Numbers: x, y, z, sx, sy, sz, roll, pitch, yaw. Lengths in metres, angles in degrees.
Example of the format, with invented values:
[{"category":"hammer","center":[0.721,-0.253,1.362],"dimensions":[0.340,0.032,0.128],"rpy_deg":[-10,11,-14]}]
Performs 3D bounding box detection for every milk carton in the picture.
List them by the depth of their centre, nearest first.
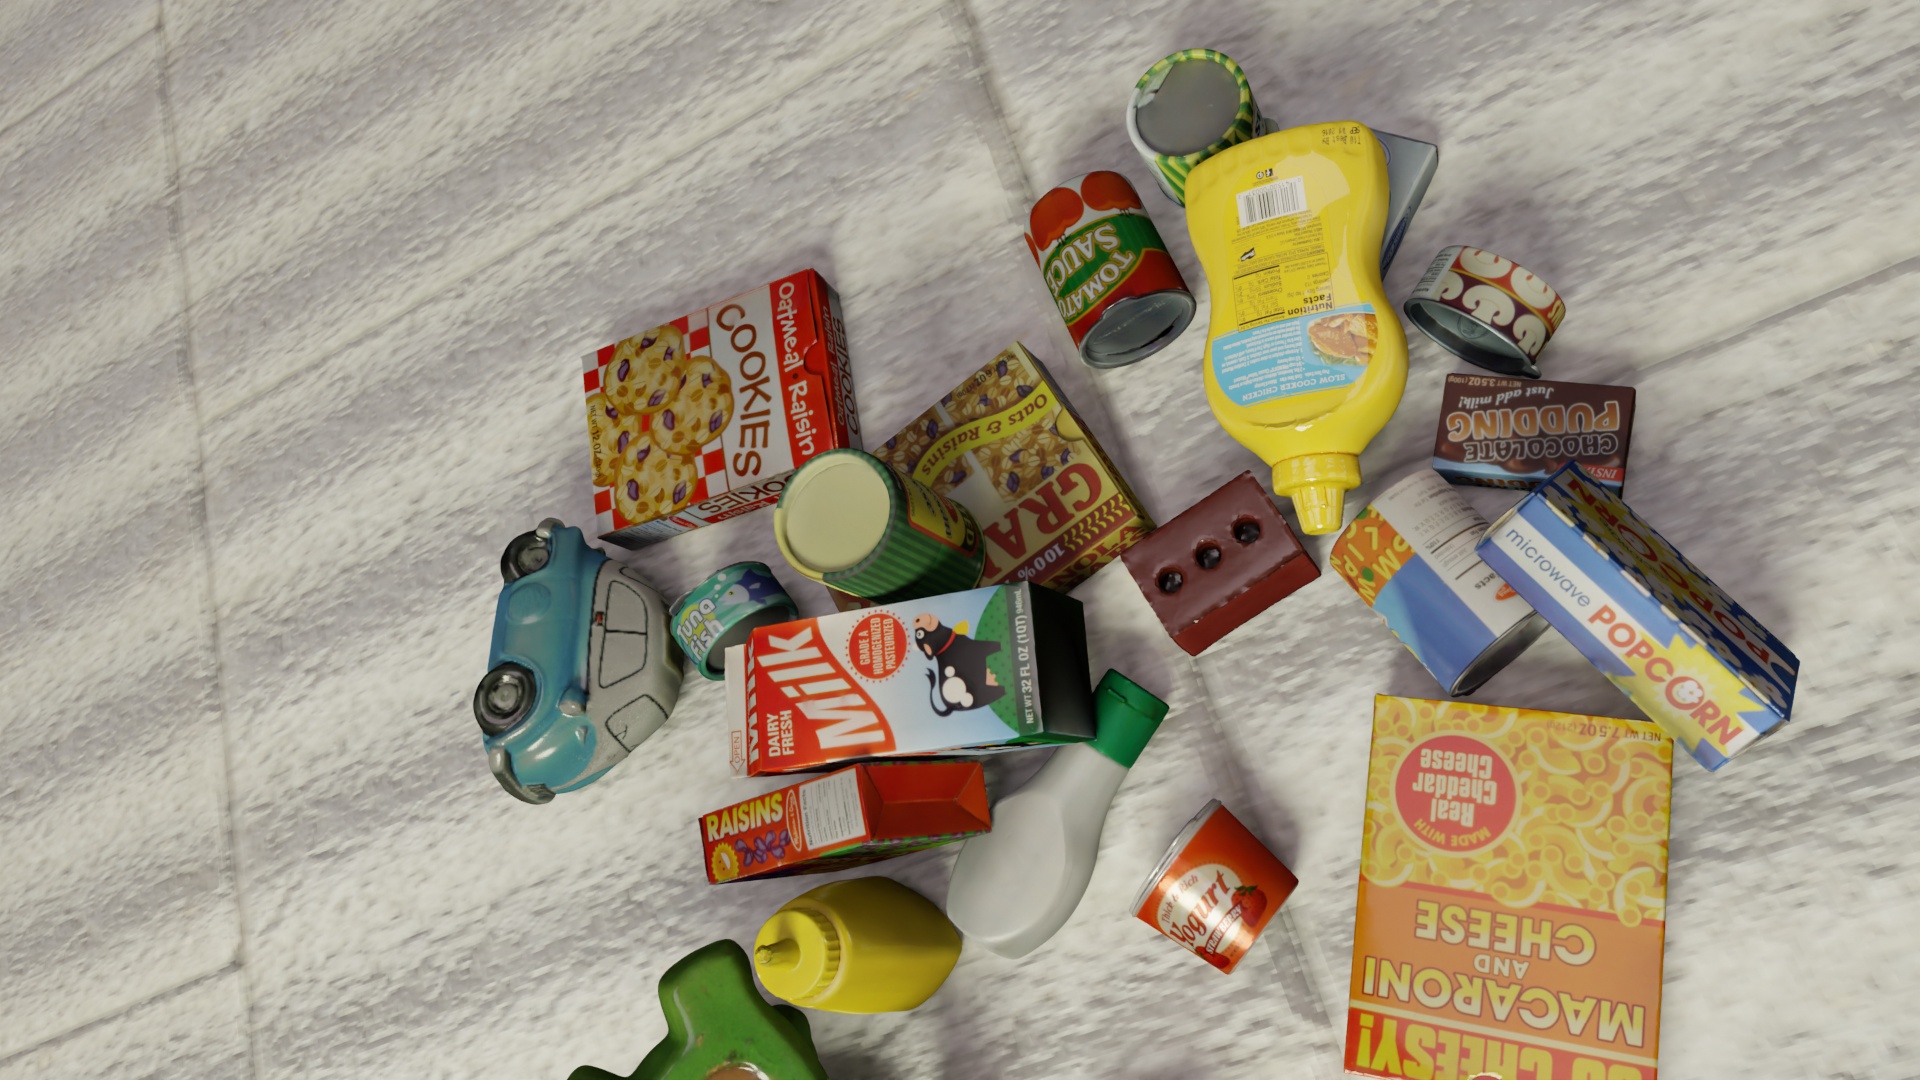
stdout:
[{"category":"milk carton","center":[-0.036,0.074,0.685],"dimensions":[0.190,0.073,0.072],"rpy_deg":[-10,76,24]}]

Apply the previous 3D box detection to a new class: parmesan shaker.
[{"category":"parmesan shaker","center":[-0.036,0.000,0.686],"dimensions":[0.071,0.103,0.071],"rpy_deg":[-6,75,23]}]

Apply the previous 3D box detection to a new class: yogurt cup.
[{"category":"yogurt cup","center":[0.119,0.162,0.643],"dimensions":[0.054,0.072,0.072],"rpy_deg":[37,93,19]}]

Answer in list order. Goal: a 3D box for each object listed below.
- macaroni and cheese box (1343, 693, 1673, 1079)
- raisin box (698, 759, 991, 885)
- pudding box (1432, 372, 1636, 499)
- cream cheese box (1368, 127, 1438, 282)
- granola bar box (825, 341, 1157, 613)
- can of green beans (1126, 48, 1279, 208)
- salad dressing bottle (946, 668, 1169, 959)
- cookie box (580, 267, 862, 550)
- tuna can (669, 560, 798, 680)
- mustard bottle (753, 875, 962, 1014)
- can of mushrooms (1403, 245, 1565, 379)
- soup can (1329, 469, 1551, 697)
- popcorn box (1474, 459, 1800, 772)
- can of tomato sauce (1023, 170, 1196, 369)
[{"category":"macaroni and cheese box","center":[0.237,0.157,0.604],"dimensions":[0.123,0.040,0.166],"rpy_deg":[3,78,25]},{"category":"raisin box","center":[-0.059,0.141,0.695],"dimensions":[0.123,0.086,0.040],"rpy_deg":[-24,69,39]},{"category":"pudding box","center":[0.267,-0.048,0.650],"dimensions":[0.084,0.030,0.050],"rpy_deg":[8,81,26]},{"category":"cream cheese box","center":[0.199,-0.160,0.713],"dimensions":[0.053,0.024,0.104],"rpy_deg":[26,88,27]},{"category":"granola bar box","center":[0.003,-0.009,0.753],"dimensions":[0.165,0.039,0.124],"rpy_deg":[-37,65,12]},{"category":"can of green beans","center":[0.128,-0.219,0.741],"dimensions":[0.071,0.058,0.071],"rpy_deg":[-6,74,23]},{"category":"salad dressing bottle","center":[0.050,0.135,0.692],"dimensions":[0.064,0.044,0.147],"rpy_deg":[33,90,33]},{"category":"cookie box","center":[-0.146,-0.077,0.835],"dimensions":[0.167,0.040,0.123],"rpy_deg":[-17,70,19]},{"category":"tuna can","center":[-0.127,0.046,0.778],"dimensions":[0.071,0.071,0.033],"rpy_deg":[-44,65,8]},{"category":"mustard bottle","center":[-0.056,0.193,0.658],"dimensions":[0.065,0.160,0.049],"rpy_deg":[38,95,28]},{"category":"can of mushrooms","center":[0.249,-0.107,0.654],"dimensions":[0.071,0.071,0.033],"rpy_deg":[33,91,27]},{"category":"soup can","center":[0.220,0.021,0.635],"dimensions":[0.071,0.071,0.084],"rpy_deg":[-43,63,9]},{"category":"popcorn box","center":[0.282,0.027,0.578],"dimensions":[0.127,0.085,0.038],"rpy_deg":[47,122,15]},{"category":"can of tomato sauce","center":[0.077,-0.144,0.737],"dimensions":[0.071,0.071,0.083],"rpy_deg":[-29,67,15]}]
